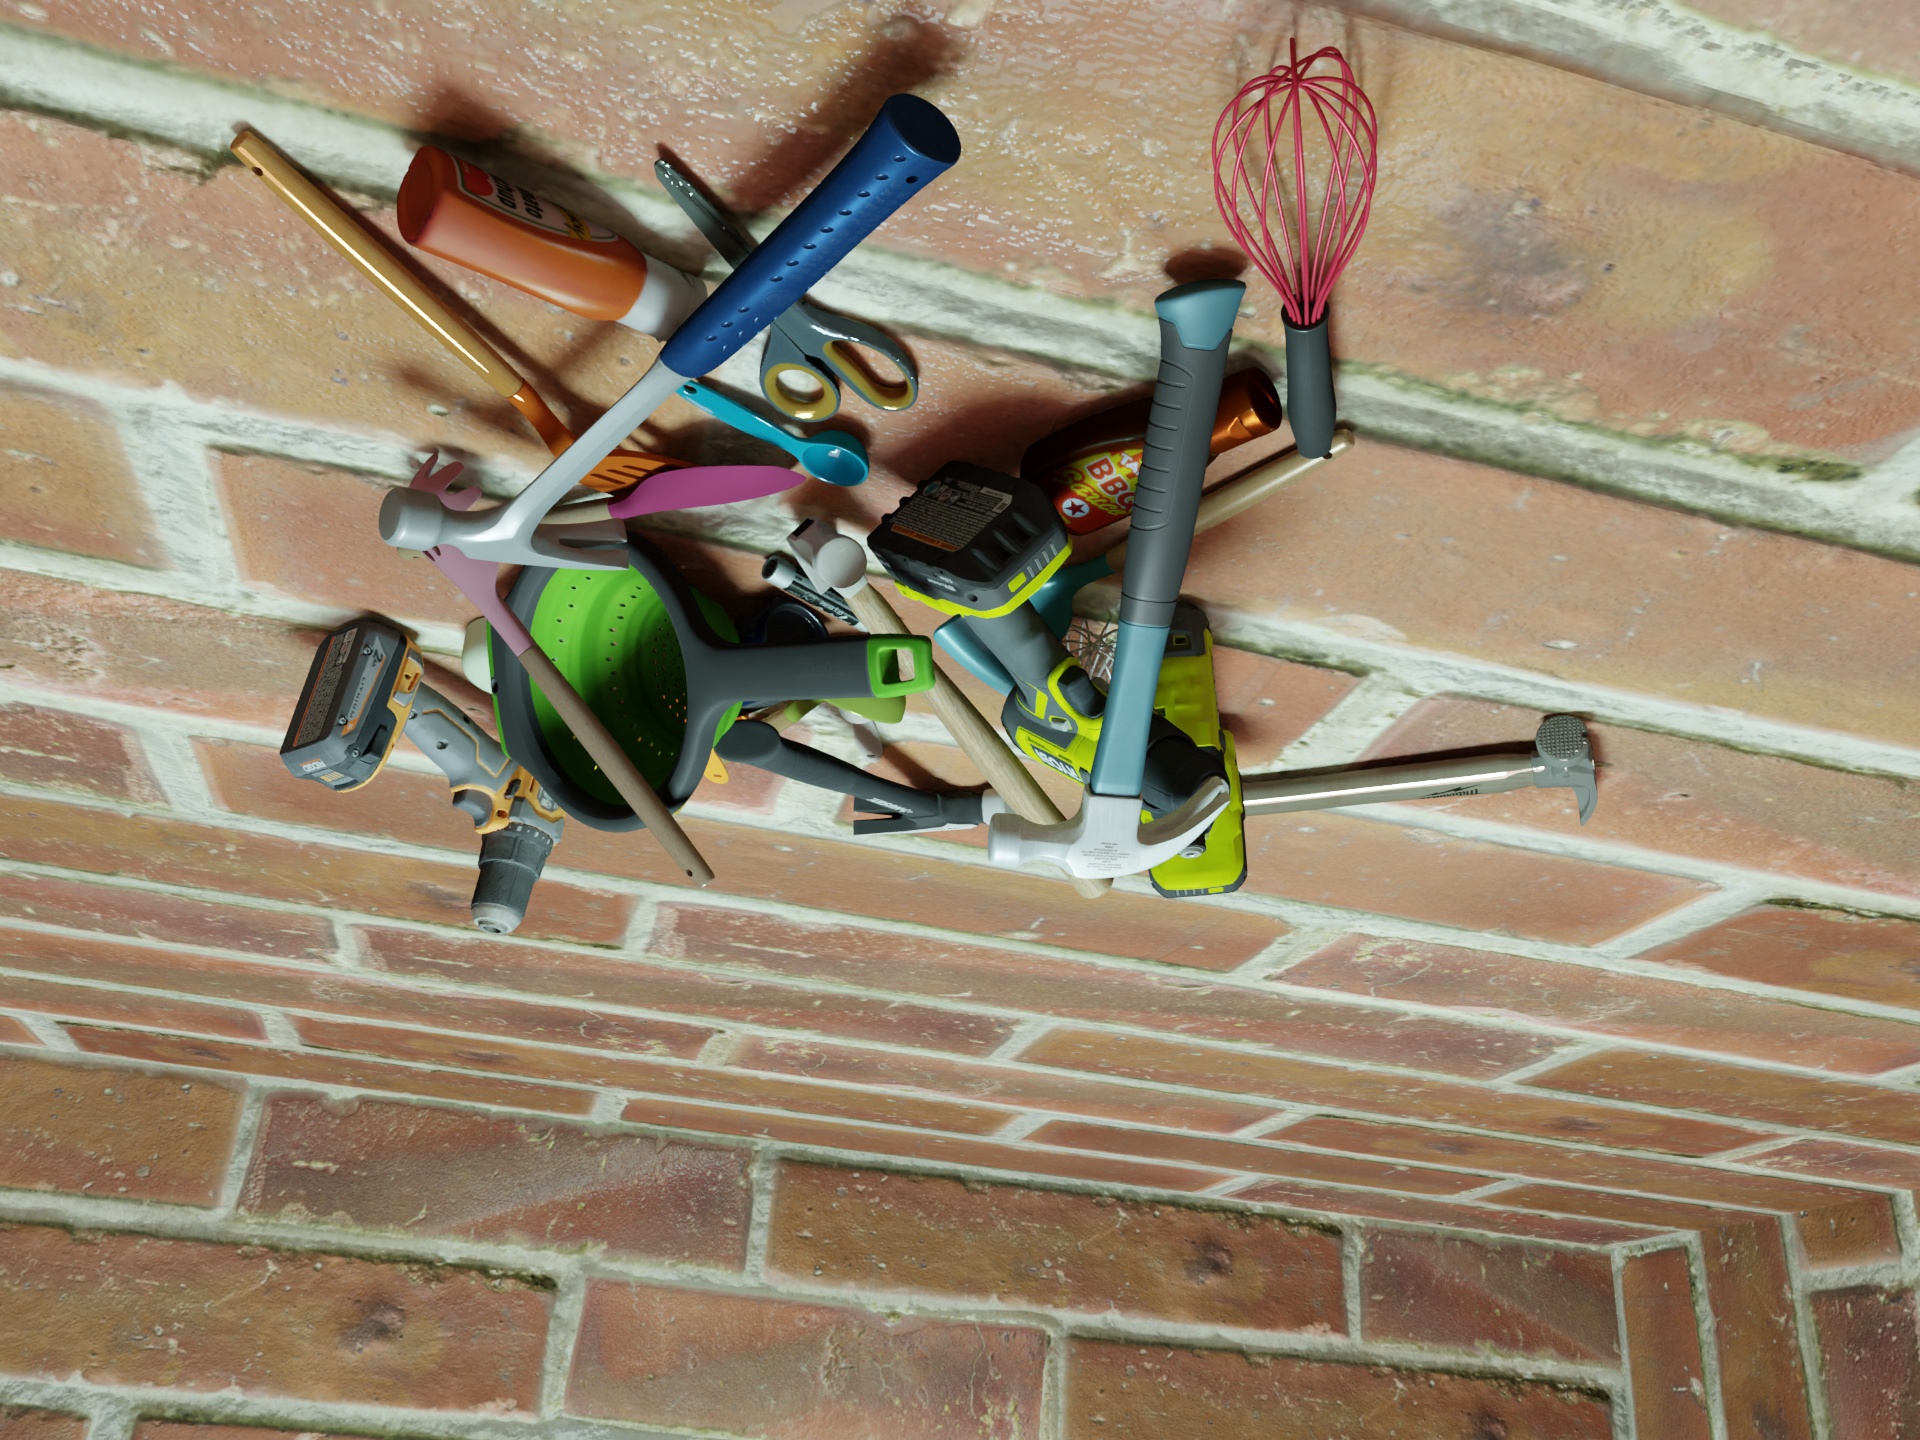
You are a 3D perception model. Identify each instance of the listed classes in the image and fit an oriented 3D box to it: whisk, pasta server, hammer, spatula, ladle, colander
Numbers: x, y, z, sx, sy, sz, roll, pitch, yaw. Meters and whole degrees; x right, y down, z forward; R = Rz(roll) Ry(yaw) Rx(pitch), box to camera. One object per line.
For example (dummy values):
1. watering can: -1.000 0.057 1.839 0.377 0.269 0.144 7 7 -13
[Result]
1. whisk: 0.164 -0.206 0.759 0.073 0.073 0.295 -2 158 14
2. pasta server: -0.250 -0.026 0.999 0.060 0.040 0.316 -28 101 47
3. hammer: 0.301 0.062 1.302 0.411 0.038 0.146 -7 153 23
4. spatula: 0.114 -0.100 0.995 0.082 0.044 0.317 37 140 -25
5. ladle: -0.147 0.013 1.257 0.078 0.062 0.320 17 154 -31
6. whisk: 0.089 -0.009 1.184 0.059 0.058 0.246 37 162 13
7. colander: -0.150 -0.033 1.031 0.397 0.204 0.094 -1 -173 39
8. hammer: -0.143 -0.176 0.808 0.144 0.035 0.405 7 154 -43
9. hammer: -0.090 0.049 1.262 0.146 0.035 0.334 -7 165 26
10. hammer: -0.002 -0.003 1.044 0.331 0.031 0.130 51 176 -23
11. spatula: -0.260 -0.205 0.872 0.081 0.041 0.322 -8 147 31
12. hammer: 0.099 -0.066 0.843 0.128 0.033 0.330 6 112 -6

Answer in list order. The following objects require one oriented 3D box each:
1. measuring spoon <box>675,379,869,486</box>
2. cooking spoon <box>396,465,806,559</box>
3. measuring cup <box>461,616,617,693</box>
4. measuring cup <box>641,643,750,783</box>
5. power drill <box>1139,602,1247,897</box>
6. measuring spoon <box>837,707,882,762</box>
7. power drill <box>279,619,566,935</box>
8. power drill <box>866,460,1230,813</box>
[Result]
1. measuring spoon: -0.109 -0.175 0.920 0.128 0.021 0.042 25 154 -18
2. cooking spoon: -0.238 -0.130 1.004 0.319 0.017 0.068 -6 174 28
3. measuring cup: -0.299 -0.028 1.212 0.167 0.038 0.083 24 148 -29
4. measuring cup: -0.198 -0.005 1.233 0.095 0.052 0.173 3 156 4
5. power drill: 0.160 0.041 1.133 0.080 0.171 0.223 -6 156 9
6. measuring spoon: -0.078 0.013 1.283 0.034 0.018 0.124 2 154 5
7. power drill: -0.401 0.048 1.226 0.084 0.185 0.226 -14 145 36
8. power drill: 0.058 -0.037 0.952 0.228 0.080 0.191 53 166 -32
